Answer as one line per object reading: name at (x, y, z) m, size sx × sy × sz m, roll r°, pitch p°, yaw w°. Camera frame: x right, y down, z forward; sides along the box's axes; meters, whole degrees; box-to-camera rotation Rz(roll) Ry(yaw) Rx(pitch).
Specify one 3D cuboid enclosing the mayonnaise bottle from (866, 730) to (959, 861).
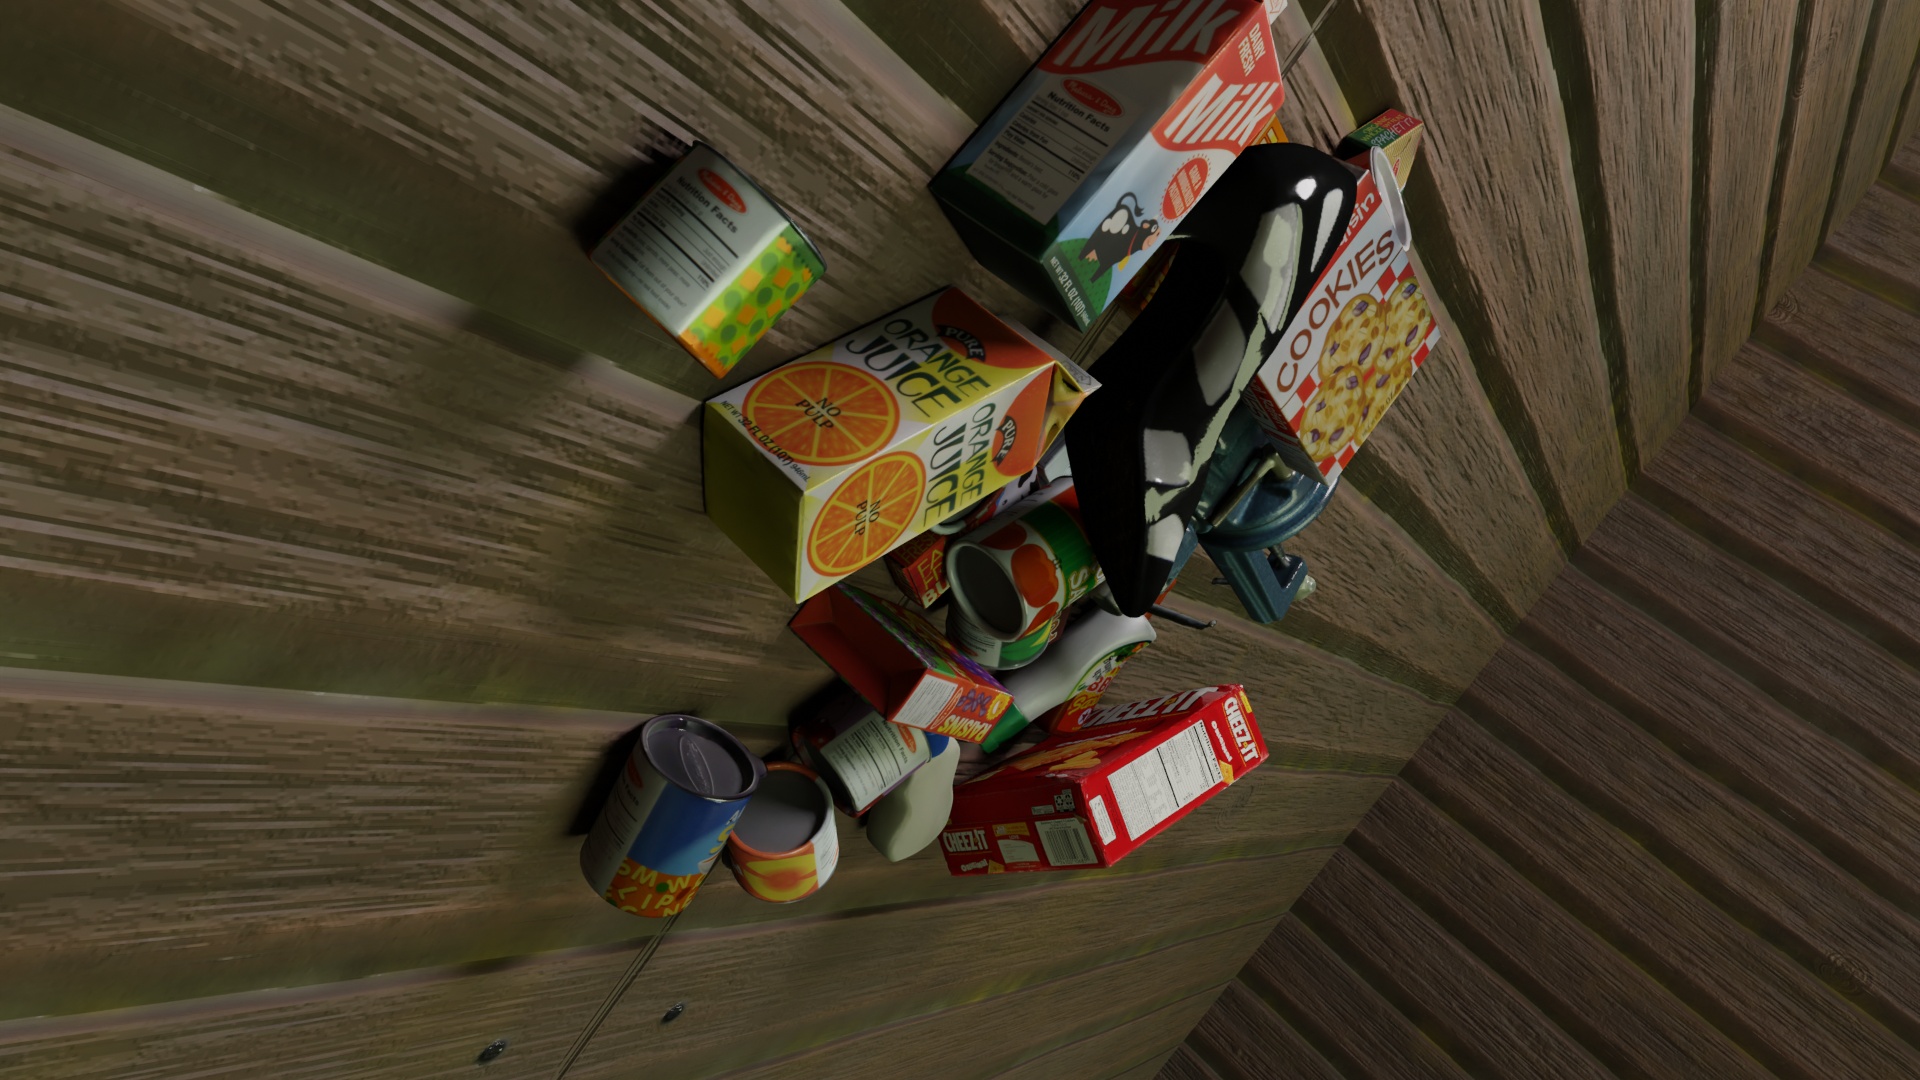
mayonnaise bottle at (-0.030, 0.157, 0.951) m, size 0.065 × 0.041 × 0.147 m, roll -31°, pitch 146°, yaw -34°

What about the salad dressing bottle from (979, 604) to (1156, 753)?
salad dressing bottle at (0.068, 0.094, 0.989) m, size 0.148 × 0.044 × 0.064 m, roll -36°, pitch 166°, yaw -1°

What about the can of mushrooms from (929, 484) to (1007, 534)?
can of mushrooms at (-0.003, -0.040, 0.753) m, size 0.071 × 0.033 × 0.070 m, roll -35°, pitch 149°, yaw -25°

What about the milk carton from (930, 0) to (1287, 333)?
milk carton at (0.083, -0.198, 0.638) m, size 0.190 × 0.073 × 0.072 m, roll -50°, pitch 152°, yaw -1°

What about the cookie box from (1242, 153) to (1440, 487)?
cookie box at (0.214, -0.126, 0.821) m, size 0.123 × 0.040 × 0.167 m, roll -53°, pitch 138°, yaw -4°

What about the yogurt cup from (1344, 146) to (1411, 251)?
yogurt cup at (0.243, -0.204, 0.865) m, size 0.054 × 0.072 × 0.072 m, roll -14°, pitch 168°, yaw 29°

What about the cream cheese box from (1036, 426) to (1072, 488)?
cream cheese box at (0.082, -0.073, 0.846) m, size 0.104 × 0.024 × 0.053 m, roll -46°, pitch 151°, yaw -7°

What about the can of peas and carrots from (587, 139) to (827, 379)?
can of peas and carrots at (-0.092, -0.101, 0.509) m, size 0.059 × 0.071 × 0.071 m, roll -47°, pitch 152°, yaw -4°

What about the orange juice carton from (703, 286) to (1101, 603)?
orange juice carton at (-0.023, -0.057, 0.660) m, size 0.193 × 0.072 × 0.072 m, roll -31°, pitch 148°, yaw -32°

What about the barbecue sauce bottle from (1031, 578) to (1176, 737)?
barbecue sauce bottle at (0.107, 0.079, 1.051) m, size 0.148 × 0.044 × 0.065 m, roll -57°, pitch 155°, yaw 12°

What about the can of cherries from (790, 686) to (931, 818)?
can of cherries at (-0.061, 0.124, 0.837) m, size 0.058 × 0.071 × 0.071 m, roll -36°, pitch 150°, yaw -23°

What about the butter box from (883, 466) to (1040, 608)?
butter box at (0.003, -0.010, 0.807) m, size 0.104 × 0.024 × 0.053 m, roll -42°, pitch 152°, yaw -14°

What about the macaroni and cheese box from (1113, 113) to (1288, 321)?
macaroni and cheese box at (0.136, -0.175, 0.782) m, size 0.123 × 0.040 × 0.166 m, roll -53°, pitch 153°, yaw 6°

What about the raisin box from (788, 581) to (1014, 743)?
raisin box at (-0.030, 0.071, 0.792) m, size 0.040 × 0.086 × 0.123 m, roll -54°, pitch 152°, yaw 4°

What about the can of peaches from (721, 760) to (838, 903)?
can of peaches at (-0.109, 0.174, 0.828) m, size 0.071 × 0.071 × 0.057 m, roll -35°, pitch 149°, yaw -27°

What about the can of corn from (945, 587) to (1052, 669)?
can of corn at (0.027, 0.034, 0.853) m, size 0.071 × 0.071 × 0.058 m, roll -32°, pitch 147°, yaw -30°

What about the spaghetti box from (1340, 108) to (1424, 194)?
spaghetti box at (0.268, -0.183, 0.979) m, size 0.050 × 0.029 × 0.248 m, roll -35°, pitch 149°, yaw -27°

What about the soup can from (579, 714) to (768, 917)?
soup can at (-0.150, 0.144, 0.726) m, size 0.071 × 0.071 × 0.083 m, roll -1°, pitch 126°, yaw -55°

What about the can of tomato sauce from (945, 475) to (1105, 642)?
can of tomato sauce at (0.044, 0.012, 0.790) m, size 0.083 × 0.071 × 0.070 m, roll -32°, pitch 148°, yaw -31°

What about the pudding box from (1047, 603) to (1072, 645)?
pudding box at (0.052, 0.037, 0.932) m, size 0.050 × 0.030 × 0.083 m, roll -24°, pitch 143°, yaw -39°
